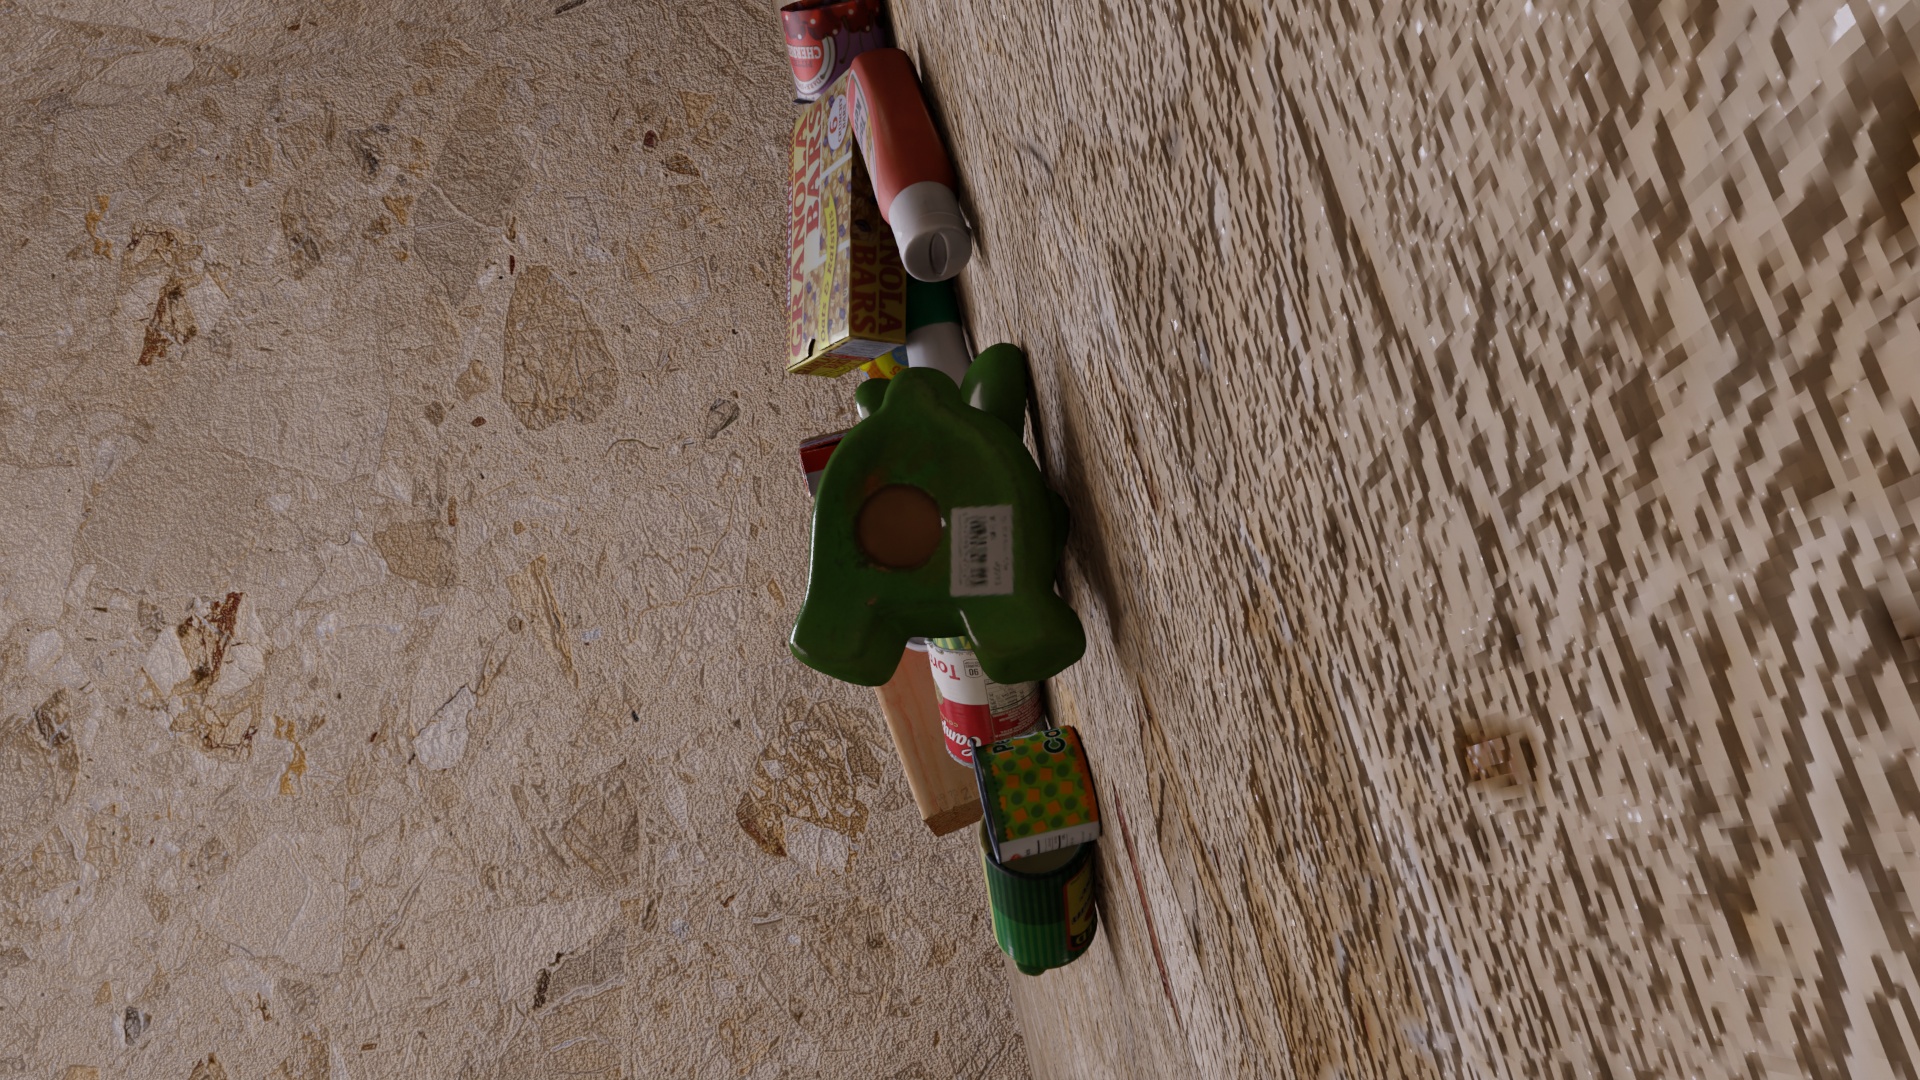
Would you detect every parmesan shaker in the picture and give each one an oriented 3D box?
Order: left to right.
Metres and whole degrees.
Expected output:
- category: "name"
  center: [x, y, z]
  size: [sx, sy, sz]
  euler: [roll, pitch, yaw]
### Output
- category: "parmesan shaker"
  center: [0.047, 0.205, 0.833]
  size: [0.102, 0.071, 0.071]
  euler: [82, 173, -45]

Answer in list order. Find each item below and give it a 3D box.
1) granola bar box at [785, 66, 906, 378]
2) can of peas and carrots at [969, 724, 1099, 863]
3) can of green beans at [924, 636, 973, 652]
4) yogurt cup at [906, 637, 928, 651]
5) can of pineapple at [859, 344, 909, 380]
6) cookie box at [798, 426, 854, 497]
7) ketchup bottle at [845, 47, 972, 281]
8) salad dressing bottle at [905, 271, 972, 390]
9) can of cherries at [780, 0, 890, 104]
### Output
- category: "granola bar box"
  center: [-0.073, -0.194, 0.865]
  size: [0.124, 0.039, 0.165]
  euler: [171, 100, -65]
- category: "can of peas and carrots"
  center: [0.041, 0.139, 0.776]
  size: [0.071, 0.059, 0.071]
  euler: [172, 86, -86]
- category: "can of green beans"
  center: [0.012, 0.023, 0.751]
  size: [0.071, 0.071, 0.057]
  euler: [-123, 20, -78]
- category: "yogurt cup"
  center: [-0.012, 0.043, 0.940]
  size: [0.054, 0.072, 0.072]
  euler: [17, -125, -62]
- category: "can of pineapple"
  center: [-0.041, -0.146, 0.940]
  size: [0.071, 0.071, 0.057]
  euler: [-107, 6, -45]
- category: "cookie box"
  center: [-0.069, -0.076, 1.144]
  size: [0.167, 0.123, 0.040]
  euler: [-128, 25, -80]
- category: "ketchup bottle"
  center: [-0.027, -0.198, 0.741]
  size: [0.064, 0.043, 0.149]
  euler: [86, 170, -50]
- category: "salad dressing bottle"
  center: [-0.008, -0.091, 0.835]
  size: [0.064, 0.044, 0.148]
  euler: [83, 174, -81]
- category: "can of cherries"
  center: [-0.080, -0.317, 0.891]
  size: [0.072, 0.071, 0.058]
  euler: [-111, 10, -61]
